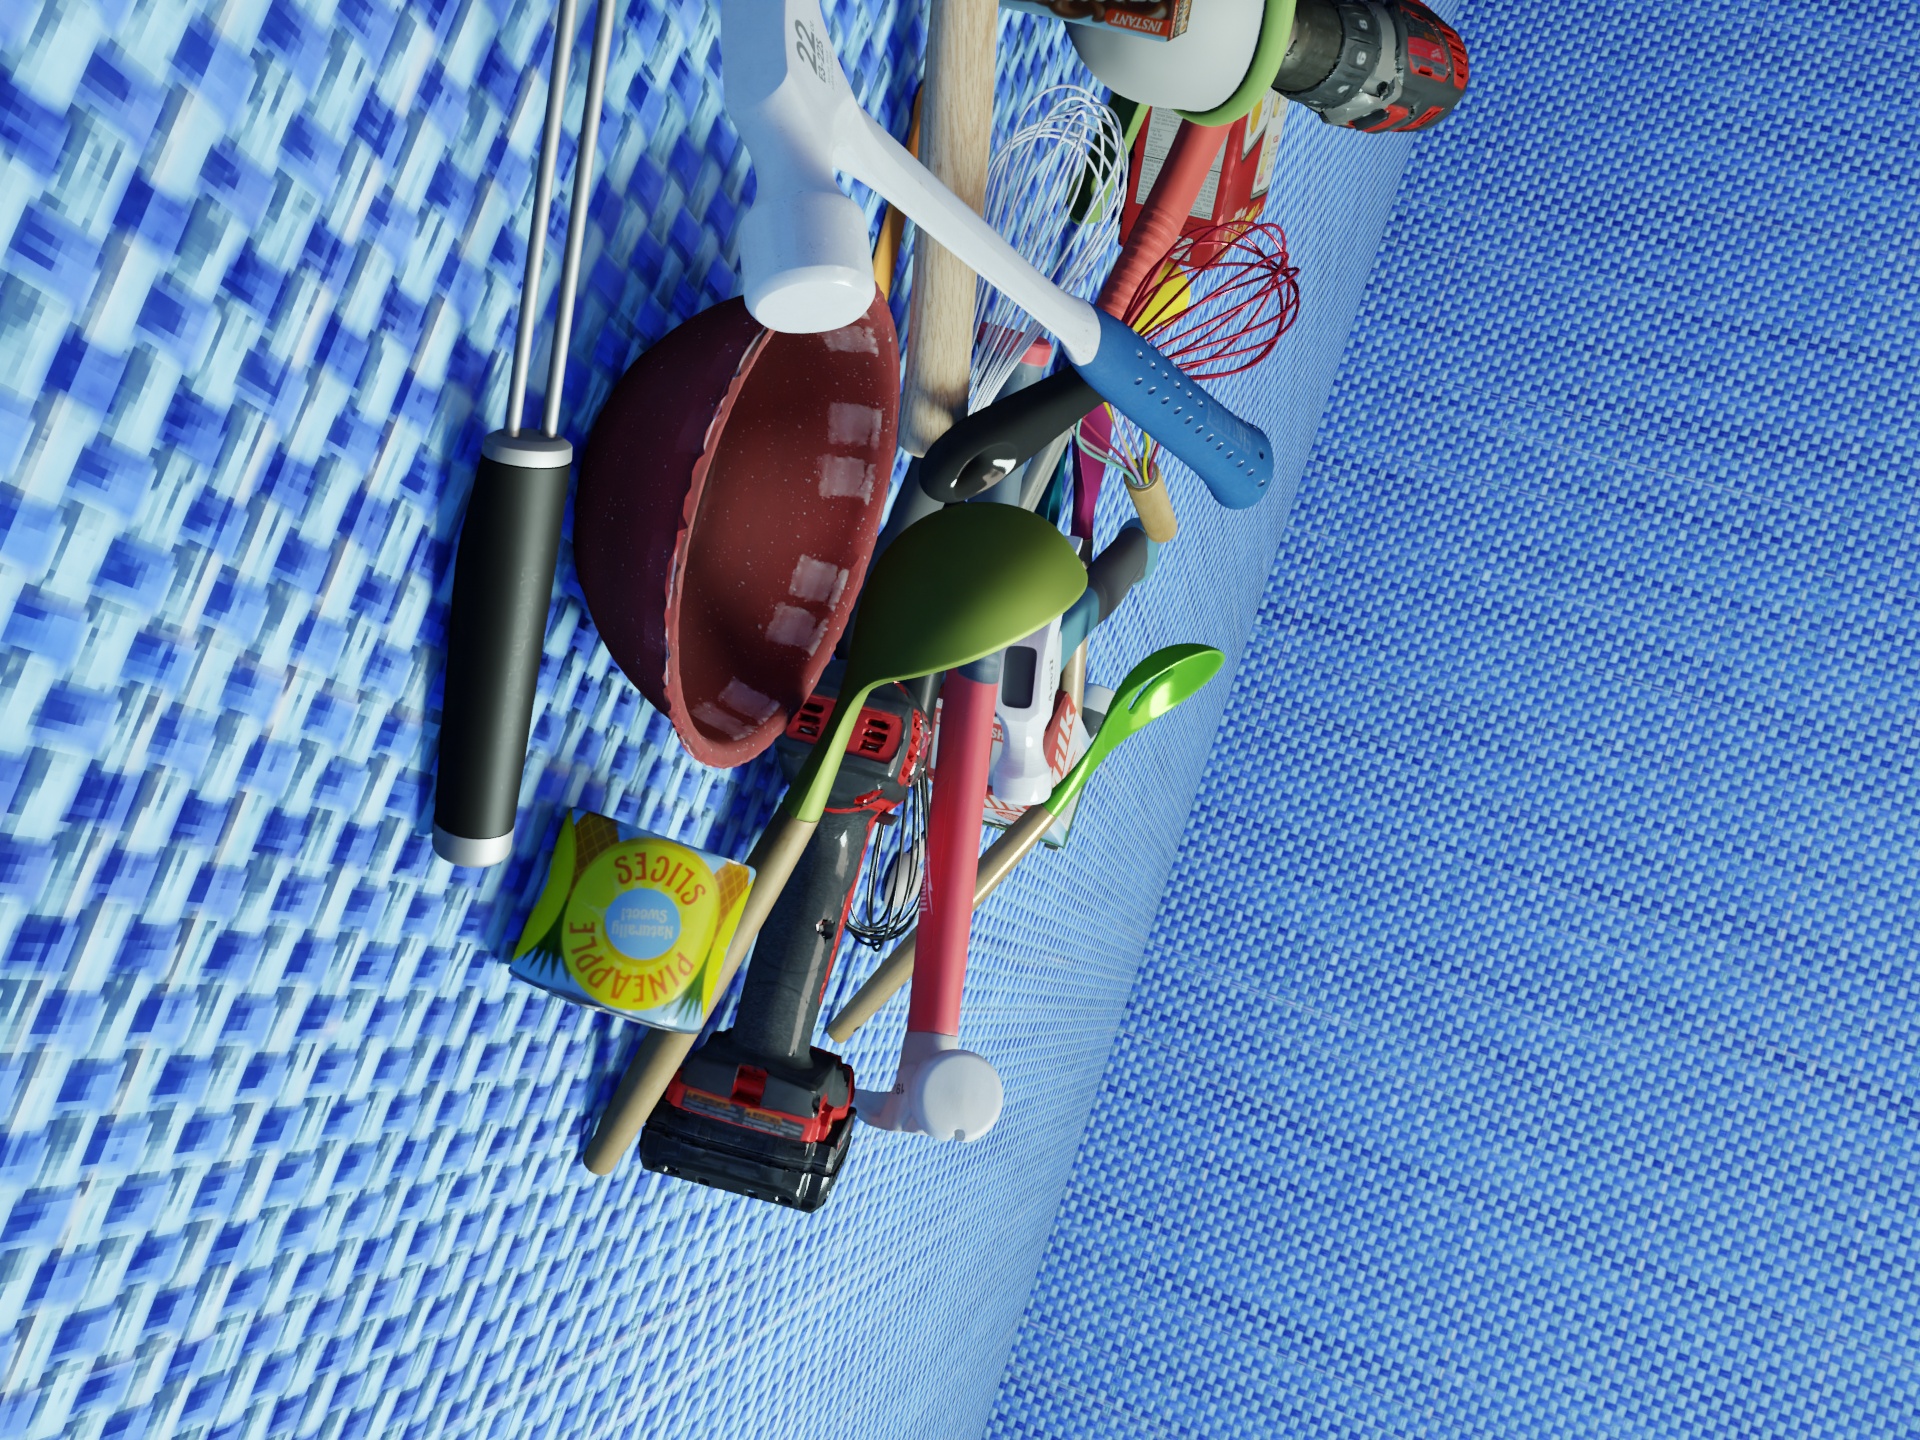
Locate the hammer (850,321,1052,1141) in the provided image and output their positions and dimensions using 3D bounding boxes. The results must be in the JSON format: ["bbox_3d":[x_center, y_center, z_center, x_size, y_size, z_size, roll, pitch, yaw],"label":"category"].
[{"bbox_3d":[-0.001,-0.002,0.755,0.143,0.038,0.386,149,-50,-69],"label":"hammer"}]

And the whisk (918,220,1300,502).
[{"bbox_3d":[0.076,-0.167,0.733,0.296,0.073,0.073,-39,147,-39],"label":"whisk"}]

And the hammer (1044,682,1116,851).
[{"bbox_3d":[0.063,-0.007,1.170,0.408,0.036,0.149,56,54,-72],"label":"hammer"}]

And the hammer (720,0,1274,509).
[{"bbox_3d":[0.040,-0.152,0.582,0.405,0.035,0.144,15,66,-62],"label":"hammer"}]

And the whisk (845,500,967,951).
[{"bbox_3d":[-0.026,0.003,0.817,0.055,0.055,0.239,-10,113,-74],"label":"whisk"}]

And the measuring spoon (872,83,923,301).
[{"bbox_3d":[-0.023,-0.196,0.638,0.021,0.011,0.117,-19,125,-73],"label":"measuring spoon"}]

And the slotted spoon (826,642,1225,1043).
[{"bbox_3d":[0.031,0.068,0.903,0.314,0.031,0.070,-47,157,6],"label":"slotted spoon"}]

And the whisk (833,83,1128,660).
[{"bbox_3d":[0.006,-0.153,0.722,0.284,0.070,0.070,-67,166,-1],"label":"whisk"}]

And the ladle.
[{"bbox_3d":[-0.058,0.058,0.569,0.320,0.062,0.078,-59,-174,24],"label":"ladle"}]

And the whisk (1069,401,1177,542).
[{"bbox_3d":[0.099,-0.142,0.889,0.051,0.047,0.244,-64,162,-5],"label":"whisk"}]

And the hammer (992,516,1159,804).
[{"bbox_3d":[0.074,-0.067,0.927,0.331,0.033,0.128,-48,142,-66],"label":"hammer"}]

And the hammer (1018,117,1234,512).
[{"bbox_3d":[0.085,-0.216,0.889,0.359,0.037,0.149,-64,166,2],"label":"hammer"}]

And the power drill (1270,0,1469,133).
[{"bbox_3d":[0.172,-0.405,0.778,0.188,0.080,0.226,-15,94,-48],"label":"power drill"}]

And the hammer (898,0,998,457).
[{"bbox_3d":[0.000,-0.249,0.583,0.130,0.031,0.331,-48,152,-47],"label":"hammer"}]

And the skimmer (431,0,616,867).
[{"bbox_3d":[-0.081,-0.110,0.361,0.127,0.090,0.363,-4,119,-37],"label":"skimmer"}]

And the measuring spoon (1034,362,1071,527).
[{"bbox_3d":[0.055,-0.174,0.978,0.042,0.021,0.128,14,84,-78],"label":"measuring spoon"}]

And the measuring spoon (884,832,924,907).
[{"bbox_3d":[-0.018,0.082,0.993,0.124,0.018,0.034,-47,151,-63],"label":"measuring spoon"}]

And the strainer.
[{"bbox_3d":[0.069,-0.316,0.747,0.069,0.152,0.256,-19,164,-18],"label":"strainer"}]

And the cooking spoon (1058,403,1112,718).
[{"bbox_3d":[0.076,-0.096,1.029,0.069,0.017,0.318,-49,146,-54],"label":"cooking spoon"}]

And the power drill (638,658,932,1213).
[{"bbox_3d":[-0.064,0.086,0.689,0.143,0.078,0.220,72,32,-85],"label":"power drill"}]
